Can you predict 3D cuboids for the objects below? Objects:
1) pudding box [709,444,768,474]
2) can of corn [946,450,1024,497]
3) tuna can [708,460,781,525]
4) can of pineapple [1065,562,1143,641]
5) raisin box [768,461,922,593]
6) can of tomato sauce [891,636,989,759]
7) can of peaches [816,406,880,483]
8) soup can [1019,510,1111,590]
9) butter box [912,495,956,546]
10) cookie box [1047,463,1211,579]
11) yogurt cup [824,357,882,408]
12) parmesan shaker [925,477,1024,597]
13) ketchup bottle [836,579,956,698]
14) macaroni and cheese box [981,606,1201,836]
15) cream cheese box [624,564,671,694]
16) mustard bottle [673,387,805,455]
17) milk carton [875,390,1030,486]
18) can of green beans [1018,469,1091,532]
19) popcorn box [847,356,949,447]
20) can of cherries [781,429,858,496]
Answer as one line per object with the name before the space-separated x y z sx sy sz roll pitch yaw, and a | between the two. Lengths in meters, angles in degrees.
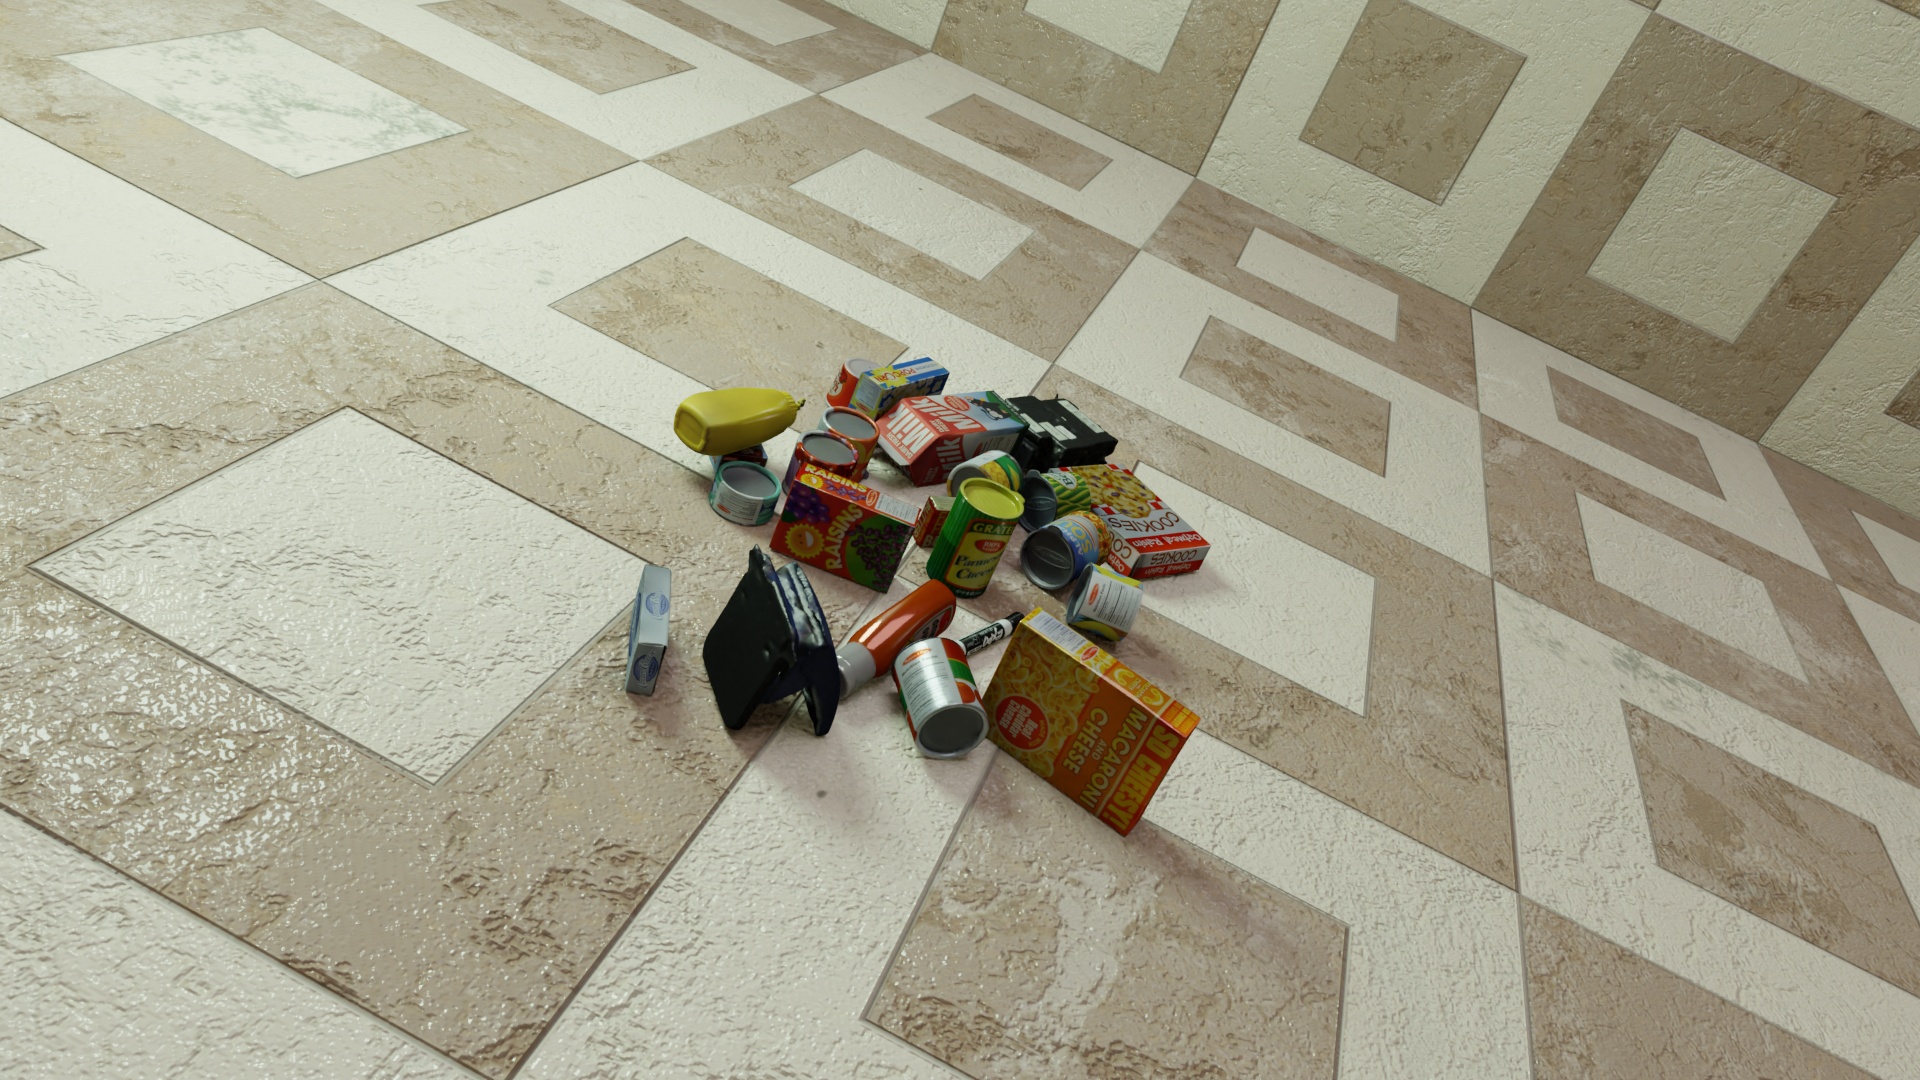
pudding box | -0.233 -0.099 1.427 0.050 0.030 0.084 5 35 -29
can of corn | 0.028 -0.057 1.513 0.071 0.070 0.058 36 33 19
tuna can | -0.210 -0.048 1.362 0.071 0.032 0.071 18 31 -11
can of pineapple | 0.145 0.063 1.405 0.058 0.070 0.071 22 30 -6
raisin box | -0.110 -0.012 1.324 0.123 0.085 0.040 21 32 -5
can of tomato sauce | -0.016 0.135 1.181 0.071 0.070 0.083 9 34 -25
can of peaches | -0.123 -0.101 1.481 0.071 0.057 0.071 17 31 -10
soup can | 0.113 0.007 1.463 0.071 0.071 0.084 36 32 20
butter box | 0.005 -0.018 1.446 0.104 0.052 0.024 2 39 -32
cookie box | 0.188 -0.023 1.595 0.123 0.040 0.168 -6 41 -40
yogurt cup | -0.117 -0.175 1.605 0.072 0.053 0.073 18 31 -11
parmesan shaker | 0.016 -0.002 1.378 0.071 0.102 0.072 17 31 -11
ketchup bottle | -0.066 0.089 1.224 0.043 0.064 0.149 41 42 15
macaroni and cheese box | 0.103 0.153 1.177 0.167 0.123 0.040 34 33 16
cream cheese box | -0.253 0.071 1.126 0.024 0.053 0.104 11 33 -17
mustard bottle | -0.212 -0.125 1.403 0.065 0.048 0.161 40 34 25
milk carton | -0.019 -0.114 1.558 0.191 0.073 0.072 -12 48 -45
can of green beans | 0.102 -0.042 1.537 0.058 0.071 0.071 -8 43 -43
popcorn box | -0.074 -0.156 1.574 0.038 0.084 0.127 38 33 21
can of cherries | -0.141 -0.071 1.421 0.071 0.058 0.072 17 31 -11
